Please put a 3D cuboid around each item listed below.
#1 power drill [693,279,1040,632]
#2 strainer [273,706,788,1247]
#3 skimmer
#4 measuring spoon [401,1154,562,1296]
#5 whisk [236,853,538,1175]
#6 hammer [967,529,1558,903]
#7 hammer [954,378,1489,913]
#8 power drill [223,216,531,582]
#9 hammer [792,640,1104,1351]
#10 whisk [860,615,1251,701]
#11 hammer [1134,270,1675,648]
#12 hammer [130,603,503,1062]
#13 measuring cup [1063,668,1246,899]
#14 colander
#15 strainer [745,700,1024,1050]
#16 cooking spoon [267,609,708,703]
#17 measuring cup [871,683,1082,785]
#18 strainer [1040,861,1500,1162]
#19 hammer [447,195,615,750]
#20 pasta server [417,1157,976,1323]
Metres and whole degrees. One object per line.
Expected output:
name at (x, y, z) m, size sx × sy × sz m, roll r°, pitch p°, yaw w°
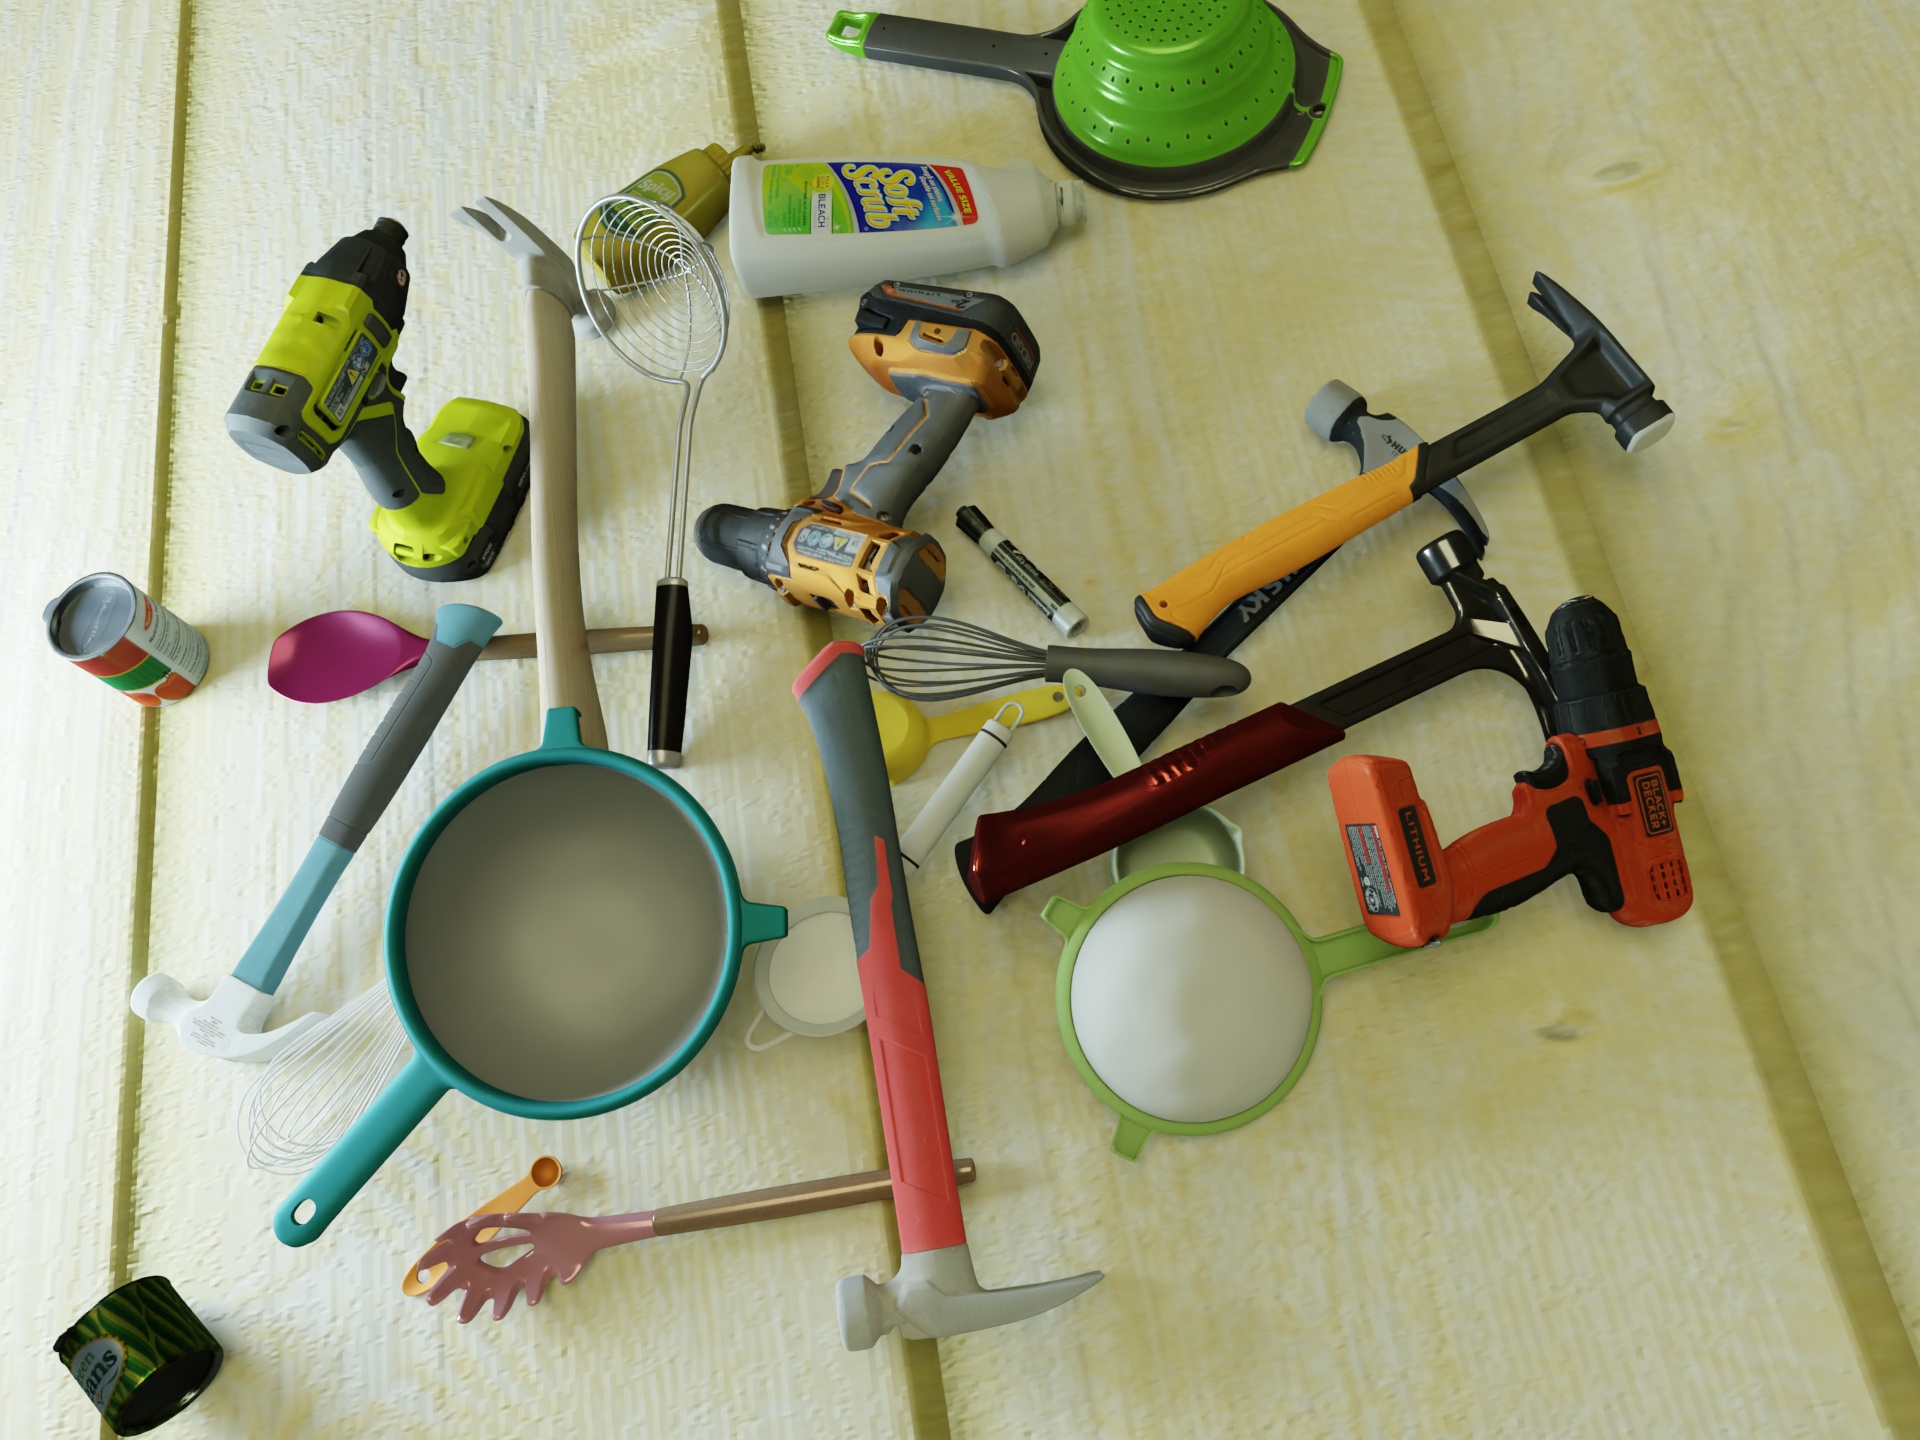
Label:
power drill at (-0.065, -0.177, 1.054) m, size 0.185 × 0.084 × 0.226 m, roll 16°, pitch 74°, yaw 31°
strainer at (-0.265, 0.173, 0.940) m, size 0.211 × 0.095 × 0.340 m, roll 42°, pitch 88°, yaw 11°
skimmer at (-0.206, -0.153, 1.028) m, size 0.127 × 0.090 × 0.363 m, roll -5°, pitch 79°, yaw 40°
measuring spoon at (-0.280, 0.298, 0.935) m, size 0.117 × 0.011 × 0.021 m, roll -40°, pitch 73°, yaw -3°
whisk at (-0.333, 0.158, 0.979) m, size 0.070 × 0.070 × 0.285 m, roll 32°, pitch 72°, yaw 21°
hammer at (0.171, 0.023, 0.901) m, size 0.359 × 0.036 × 0.149 m, roll -24°, pitch 79°, yaw -11°
hammer at (0.151, -0.034, 0.978) m, size 0.409 × 0.036 × 0.149 m, roll -44°, pitch 67°, yaw -8°
power drill at (-0.367, -0.203, 1.045) m, size 0.080 × 0.223 × 0.171 m, roll 15°, pitch 71°, yaw 16°
hammer at (-0.024, 0.139, 0.893) m, size 0.143 × 0.038 × 0.386 m, roll -9°, pitch 75°, yaw -4°
whisk at (0.054, -0.031, 0.954) m, size 0.239 × 0.055 × 0.055 m, roll 4°, pitch 68°, yaw 7°
hammer at (0.253, -0.146, 0.966) m, size 0.337 × 0.034 × 0.127 m, roll -29°, pitch 68°, yaw -2°
hammer at (-0.399, 0.067, 1.032) m, size 0.128 × 0.033 × 0.331 m, roll 23°, pitch 77°, yaw 19°
measuring cup at (0.103, 0.046, 0.930) m, size 0.083 × 0.038 × 0.168 m, roll -28°, pitch 80°, yaw -7°
colander at (0.075, -0.504, 1.158) m, size 0.397 × 0.094 × 0.205 m, roll 16°, pitch 71°, yaw 17°
strainer at (-0.038, 0.093, 0.946) m, size 0.087 × 0.050 × 0.258 m, roll 32°, pitch 80°, yaw 26°
cooking spoon at (-0.326, -0.049, 1.085) m, size 0.319 × 0.017 × 0.069 m, roll -3°, pitch 70°, yaw 10°
measuring cup at (-0.002, -0.003, 0.996) m, size 0.156 × 0.029 × 0.062 m, roll -14°, pitch 65°, yaw 7°
strainer at (0.180, 0.137, 0.863) m, size 0.256 × 0.069 × 0.151 m, roll -16°, pitch 84°, yaw -4°
hammer at (-0.274, -0.152, 1.049) m, size 0.038 × 0.146 × 0.411 m, roll -18°, pitch 65°, yaw 19°
pasta server at (-0.147, 0.283, 0.899) m, size 0.316 × 0.040 × 0.060 m, roll -11°, pitch 100°, yaw 4°
